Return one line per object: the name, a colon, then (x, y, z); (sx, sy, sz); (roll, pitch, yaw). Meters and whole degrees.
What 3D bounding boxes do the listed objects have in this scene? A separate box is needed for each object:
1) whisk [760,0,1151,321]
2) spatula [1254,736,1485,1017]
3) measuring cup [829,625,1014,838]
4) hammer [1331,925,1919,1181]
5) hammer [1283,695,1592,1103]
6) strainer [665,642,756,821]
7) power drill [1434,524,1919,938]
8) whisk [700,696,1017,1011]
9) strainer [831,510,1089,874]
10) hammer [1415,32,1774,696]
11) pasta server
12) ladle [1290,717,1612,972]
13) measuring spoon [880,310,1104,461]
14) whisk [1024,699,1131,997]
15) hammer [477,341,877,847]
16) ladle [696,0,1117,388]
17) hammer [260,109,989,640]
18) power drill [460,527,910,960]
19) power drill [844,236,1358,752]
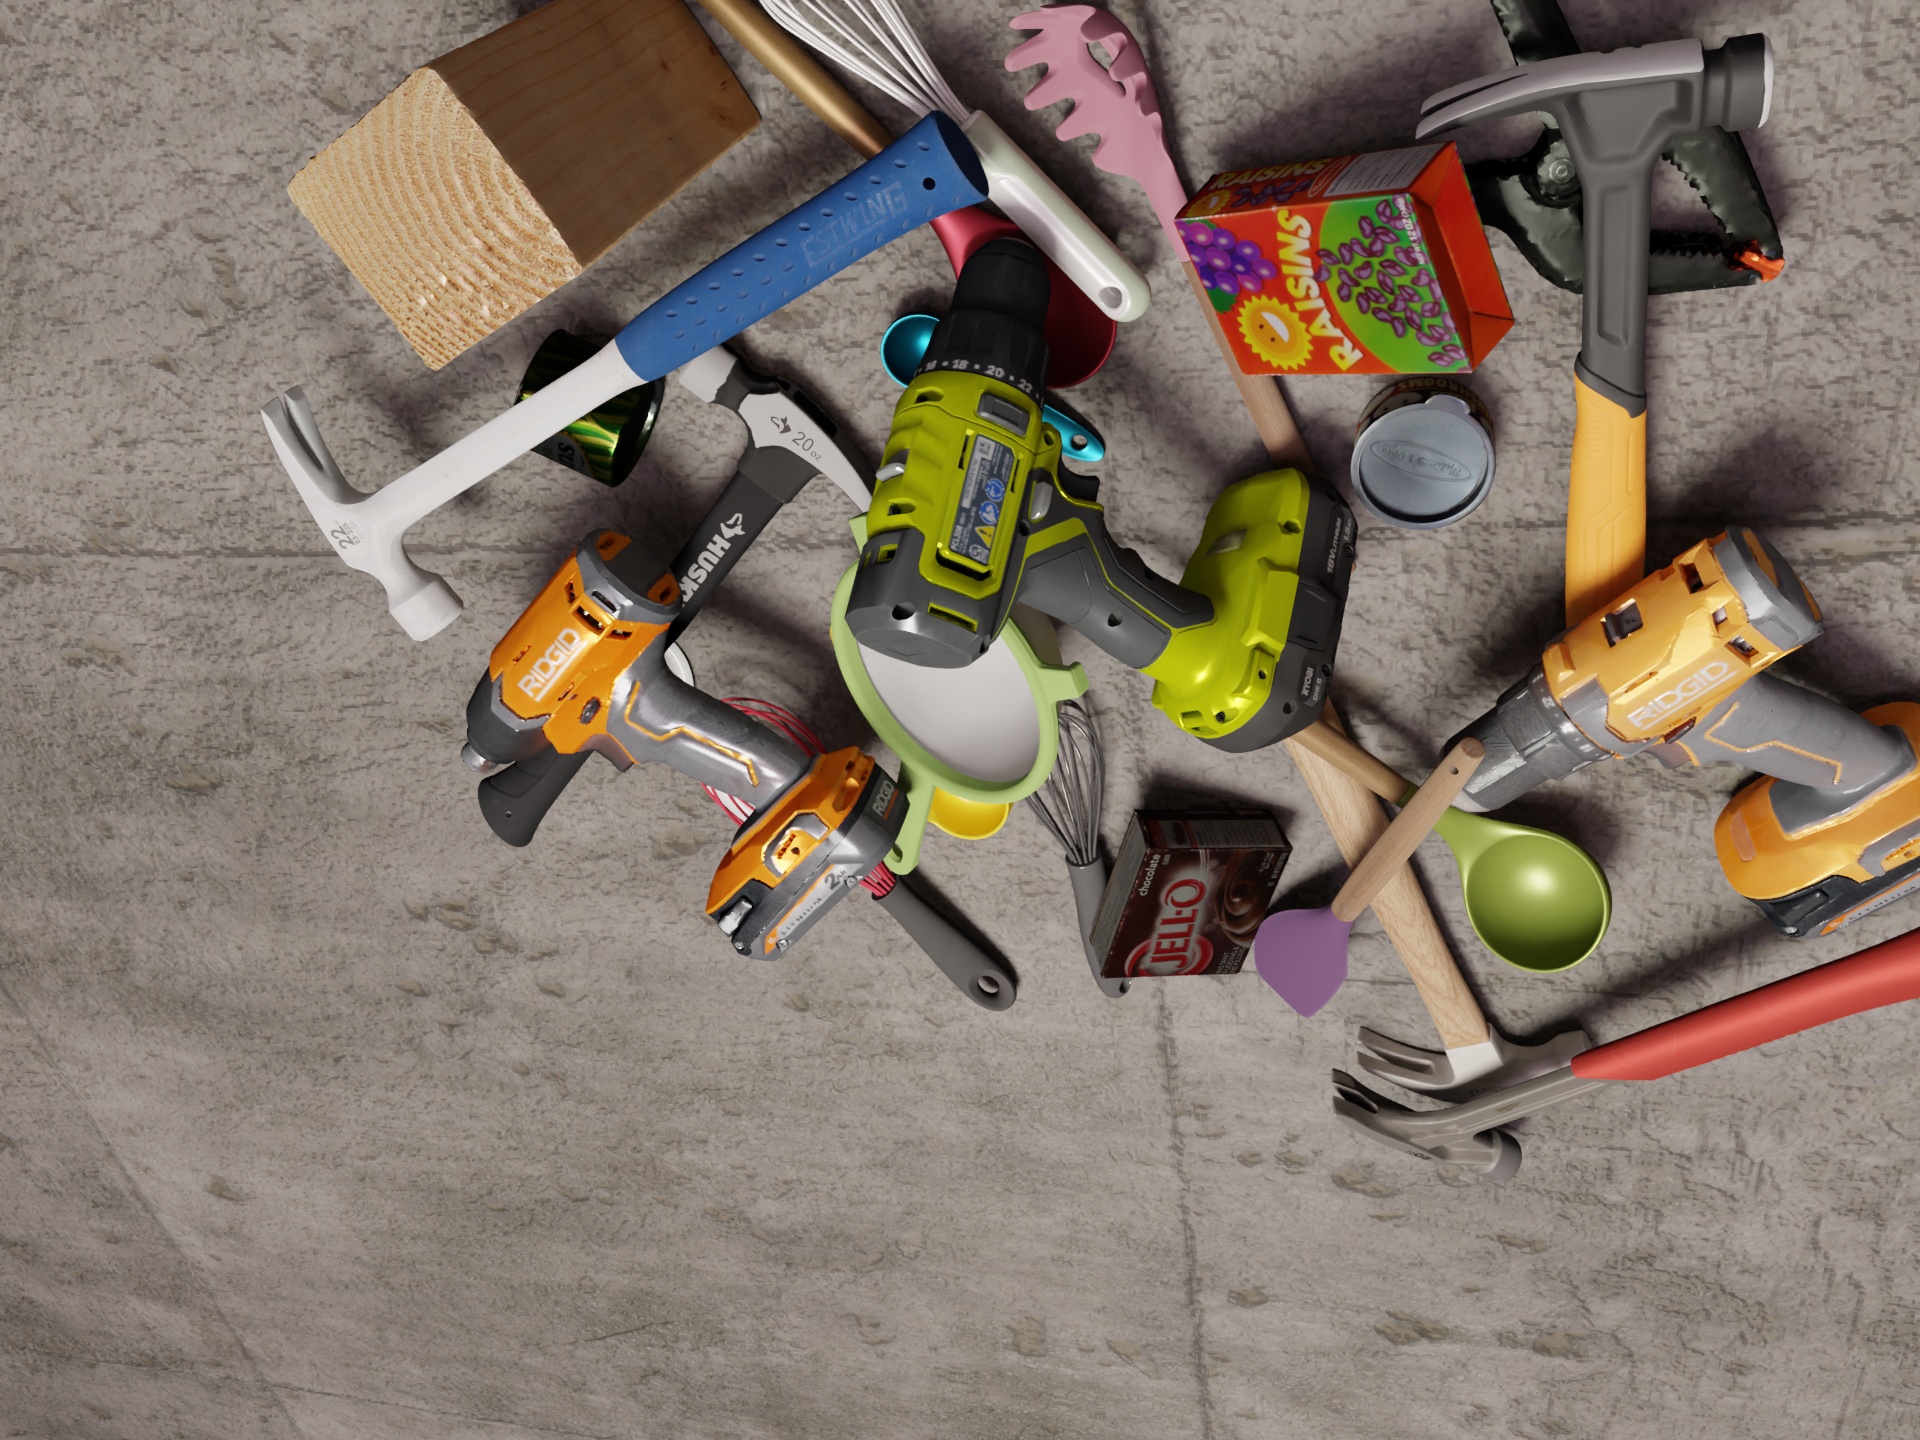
whisk: (-0.005, -0.268, 0.709); (0.246, 0.059, 0.058); (42, 142, -13)
spatula: (0.215, 0.091, 0.863); (0.060, 0.018, 0.315); (45, 154, 17)
measuring cup: (-0.023, 0.001, 0.941); (0.062, 0.029, 0.156); (-31, 100, 33)
hammer: (0.379, 0.175, 0.864); (0.149, 0.037, 0.359); (27, 138, -26)
hammer: (0.251, 0.105, 0.923); (0.130, 0.031, 0.331); (-19, 117, 27)
strainer: (-0.162, 0.026, 0.988); (0.087, 0.050, 0.258); (-37, 112, 19)
power drill: (0.362, 0.022, 0.770); (0.226, 0.084, 0.185); (31, 129, -24)
whisk: (-0.059, 0.091, 0.991); (0.073, 0.073, 0.295); (-27, 120, 31)
strainer: (-0.001, -0.003, 0.880); (0.151, 0.069, 0.256); (38, 144, 18)
hammer: (0.281, -0.129, 0.711); (0.127, 0.034, 0.336); (0, 134, 22)
pasta server: (0.116, -0.190, 0.744); (0.060, 0.040, 0.316); (10, 139, 54)
ladle: (0.211, 0.031, 0.832); (0.320, 0.062, 0.078); (32, 125, -13)
measuring spoon: (0.019, -0.169, 0.807); (0.128, 0.021, 0.042); (27, 128, -15)
whisk: (0.073, 0.084, 0.954); (0.055, 0.055, 0.238); (-3, 128, 19)
hammer: (-0.172, -0.045, 0.898); (0.146, 0.035, 0.334); (36, 115, -13)
ladle: (-0.049, -0.275, 0.740); (0.315, 0.031, 0.069); (41, 110, -12)
hammer: (-0.169, -0.174, 0.763); (0.405, 0.035, 0.144); (-24, 115, 26)
power drill: (-0.159, 0.025, 0.871); (0.226, 0.084, 0.164); (42, 114, -10)
power drill: (0.069, -0.095, 0.726); (0.228, 0.191, 0.080); (21, 165, -27)
